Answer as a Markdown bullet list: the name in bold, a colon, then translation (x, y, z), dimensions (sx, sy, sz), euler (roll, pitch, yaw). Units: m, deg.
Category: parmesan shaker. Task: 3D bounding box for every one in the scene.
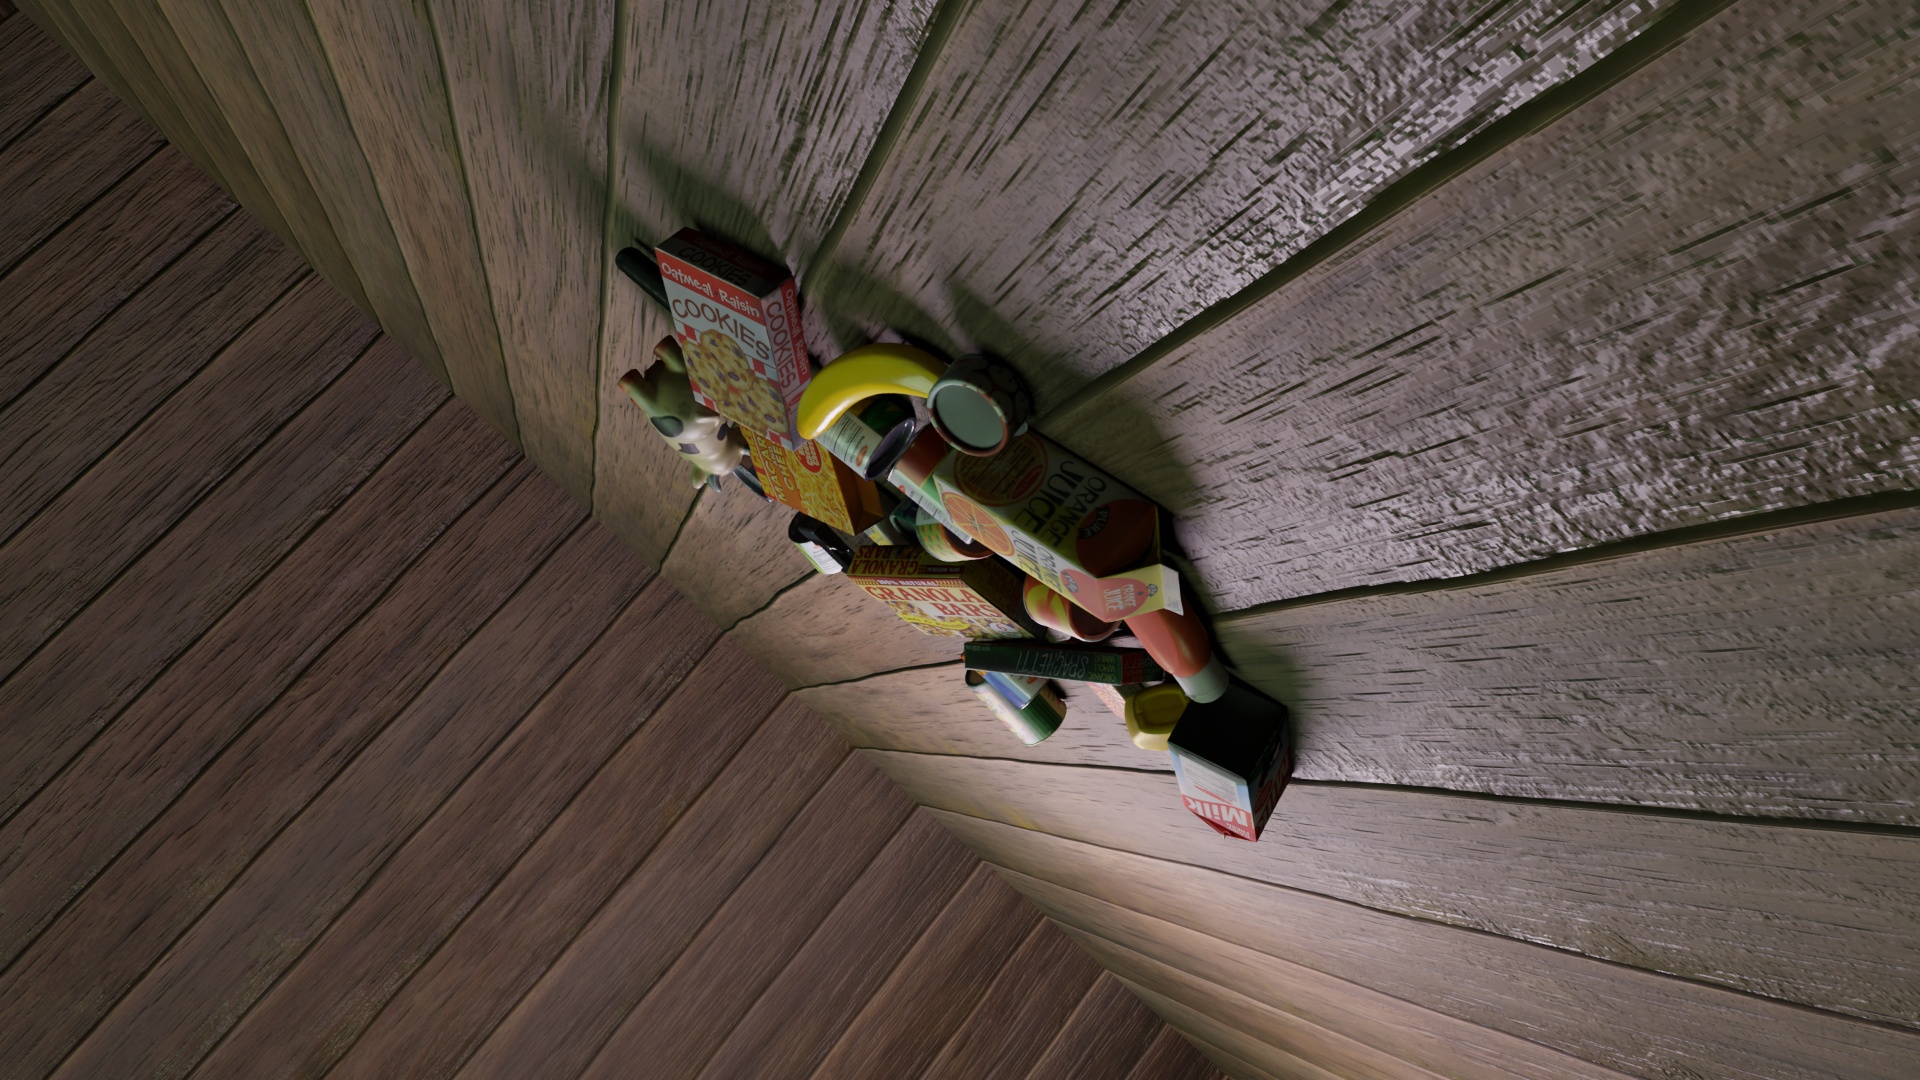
- **parmesan shaker**: translation (0.060, 0.168, 1.539), dimensions (0.103, 0.071, 0.071), euler (48, 163, -22)

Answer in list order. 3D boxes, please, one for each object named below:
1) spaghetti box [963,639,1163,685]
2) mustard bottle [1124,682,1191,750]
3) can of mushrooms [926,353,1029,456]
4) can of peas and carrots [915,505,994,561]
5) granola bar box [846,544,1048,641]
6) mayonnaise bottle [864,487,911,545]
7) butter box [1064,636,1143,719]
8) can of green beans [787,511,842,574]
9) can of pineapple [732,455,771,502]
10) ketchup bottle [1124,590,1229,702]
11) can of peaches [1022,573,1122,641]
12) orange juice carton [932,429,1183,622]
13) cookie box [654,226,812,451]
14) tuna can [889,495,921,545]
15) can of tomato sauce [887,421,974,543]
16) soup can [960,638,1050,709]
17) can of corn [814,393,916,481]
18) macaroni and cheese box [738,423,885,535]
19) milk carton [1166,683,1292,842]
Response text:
- **spaghetti box**: translation (0.089, 0.110, 1.279), dimensions (0.050, 0.028, 0.249), euler (-1, 180, -32)
- **mustard bottle**: translation (0.179, 0.162, 1.248), dimensions (0.160, 0.065, 0.049), euler (71, -171, -74)
- **can of mushrooms**: translation (0.013, -0.091, 0.963), dimensions (0.071, 0.034, 0.070), euler (21, 139, 20)
- **can of peas and carrots**: translation (0.004, -0.015, 1.172), dimensions (0.071, 0.071, 0.058), euler (45, 163, -13)
- **granola bar box**: translation (-0.011, 0.050, 1.324), dimensions (0.165, 0.039, 0.124), euler (-1, 149, 47)
- **mayonnaise bottle**: translation (-0.079, -0.020, 1.395), dimensions (0.148, 0.041, 0.064), euler (41, 163, -1)
- **butter box**: translation (0.144, 0.134, 1.326), dimensions (0.103, 0.024, 0.053), euler (48, 162, -25)
- **can of green beans**: translation (-0.150, -0.005, 1.557), dimensions (0.071, 0.071, 0.057), euler (23, 157, 47)
- **can of pineapple**: translation (-0.210, -0.086, 1.494), dimensions (0.071, 0.058, 0.070), euler (37, 164, 13)
- **ketchup bottle**: translation (0.161, 0.070, 1.073), dimensions (0.065, 0.043, 0.148), euler (22, 156, 51)
- **can of peaches**: translation (0.093, 0.041, 1.118), dimensions (0.058, 0.071, 0.071), euler (19, 153, 53)
- **orange juice carton**: translation (0.079, -0.010, 0.997), dimensions (0.193, 0.073, 0.071), euler (33, 162, 24)
- **cookie box**: translation (-0.184, -0.168, 1.165), dimensions (0.123, 0.040, 0.166), euler (28, 145, 28)
- **tuna can**: translation (-0.031, -0.012, 1.321), dimensions (0.071, 0.033, 0.071), euler (38, 164, 13)
- **can of tomato sauce**: translation (-0.004, -0.049, 1.102), dimensions (0.083, 0.071, 0.071), euler (39, 164, 5)
- **soup can**: translation (0.051, 0.123, 1.433), dimensions (0.084, 0.071, 0.071), euler (41, 164, 1)
- **can of corn**: translation (-0.079, -0.093, 1.158), dimensions (0.058, 0.071, 0.071), euler (38, 164, 11)
- **macaroni and cheese box**: translation (-0.149, -0.084, 1.319), dimensions (0.166, 0.040, 0.123), euler (22, 135, 49)
- **milk carton**: translation (0.233, 0.194, 1.180), dimensions (0.073, 0.072, 0.189), euler (24, 157, 27)
